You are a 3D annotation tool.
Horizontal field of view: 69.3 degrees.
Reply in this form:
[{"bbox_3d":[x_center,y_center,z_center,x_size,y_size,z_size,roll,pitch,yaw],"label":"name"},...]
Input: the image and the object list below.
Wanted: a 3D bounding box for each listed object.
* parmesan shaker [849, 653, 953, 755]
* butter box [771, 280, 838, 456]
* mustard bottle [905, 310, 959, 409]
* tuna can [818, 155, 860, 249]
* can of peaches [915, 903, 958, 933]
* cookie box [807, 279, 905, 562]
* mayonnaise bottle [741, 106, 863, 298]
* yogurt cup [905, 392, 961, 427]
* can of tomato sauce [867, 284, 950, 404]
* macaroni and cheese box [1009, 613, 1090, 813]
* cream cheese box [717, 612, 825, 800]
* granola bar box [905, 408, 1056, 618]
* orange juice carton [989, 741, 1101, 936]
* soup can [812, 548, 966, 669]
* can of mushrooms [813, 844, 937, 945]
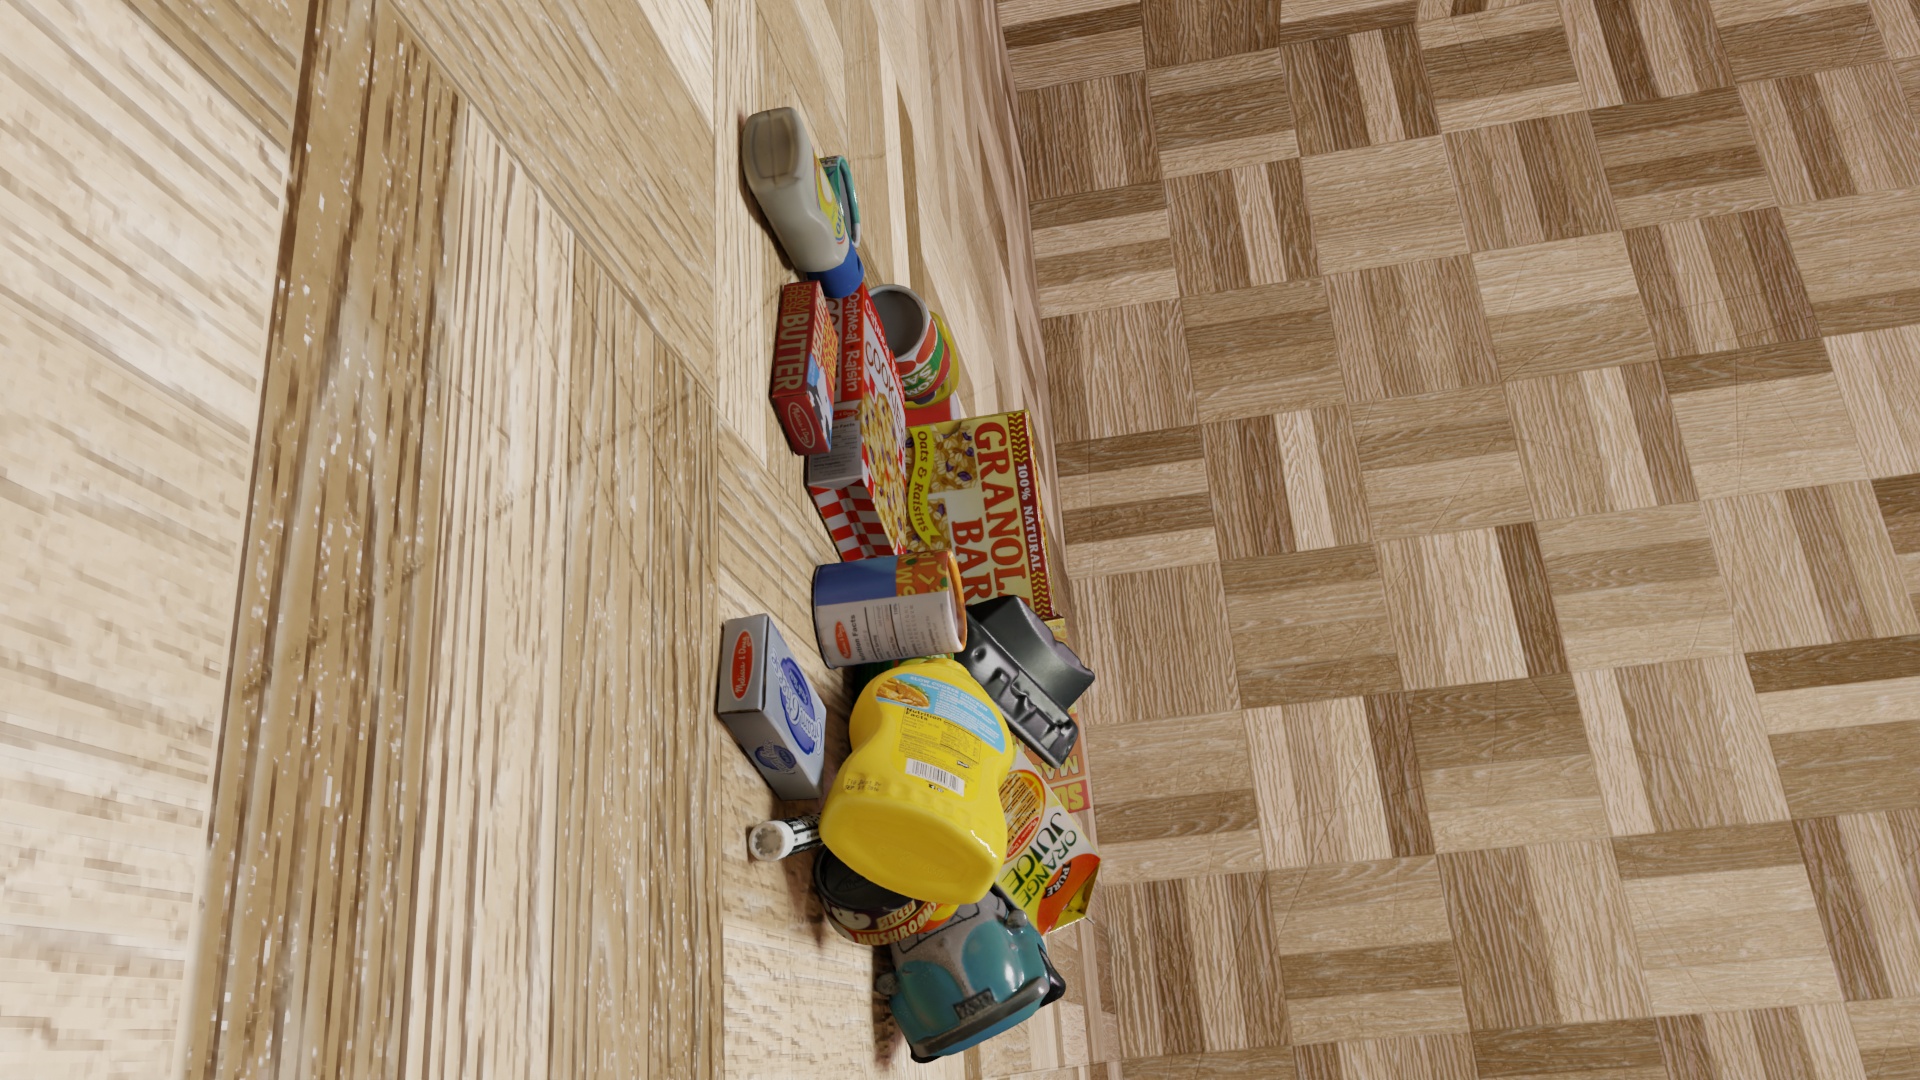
[{"bbox_3d":[-0.035,0.118,0.895,0.071,0.071,0.103,74,12,-47],"label":"parmesan shaker"},{"bbox_3d":[-0.095,-0.107,0.854,0.053,0.024,0.104,74,12,-50],"label":"butter box"},{"bbox_3d":[-0.035,-0.165,1.195,0.161,0.065,0.048,-91,166,-60],"label":"mustard bottle"},{"bbox_3d":[-0.092,-0.233,0.957,0.071,0.033,0.071,-10,93,-82],"label":"tuna can"},{"bbox_3d":[-0.034,0.202,0.846,0.057,0.071,0.071,70,15,-58],"label":"can of peaches"},{"bbox_3d":[-0.068,-0.074,0.951,0.122,0.040,0.168,71,14,-55],"label":"cookie box"},{"bbox_3d":[-0.096,-0.204,0.875,0.147,0.041,0.065,61,20,-67],"label":"mayonnaise bottle"},{"bbox_3d":[-0.029,-0.103,1.203,0.072,0.054,0.072,-9,92,-81],"label":"yogurt cup"},{"bbox_3d":[-0.048,-0.150,1.074,0.083,0.071,0.071,53,30,-72],"label":"can of tomato sauce"},{"bbox_3d":[0.034,0.152,1.147,0.040,0.124,0.166,-155,-124,-77],"label":"macaroni and cheese box"},{"bbox_3d":[-0.092,0.085,0.693,0.103,0.024,0.053,71,14,-54],"label":"cream cheese box"},{"bbox_3d":[0.004,-0.014,1.100,0.039,0.124,0.165,-42,124,-83],"label":"granola bar box"},{"bbox_3d":[0.034,0.206,0.964,0.073,0.072,0.192,-49,132,-17],"label":"orange juice carton"},{"bbox_3d":[-0.043,0.041,0.867,0.071,0.084,0.071,-11,93,-82],"label":"soup can"},{"bbox_3d":[-0.045,0.189,0.768,0.071,0.071,0.033,-86,168,-54],"label":"can of mushrooms"}]
